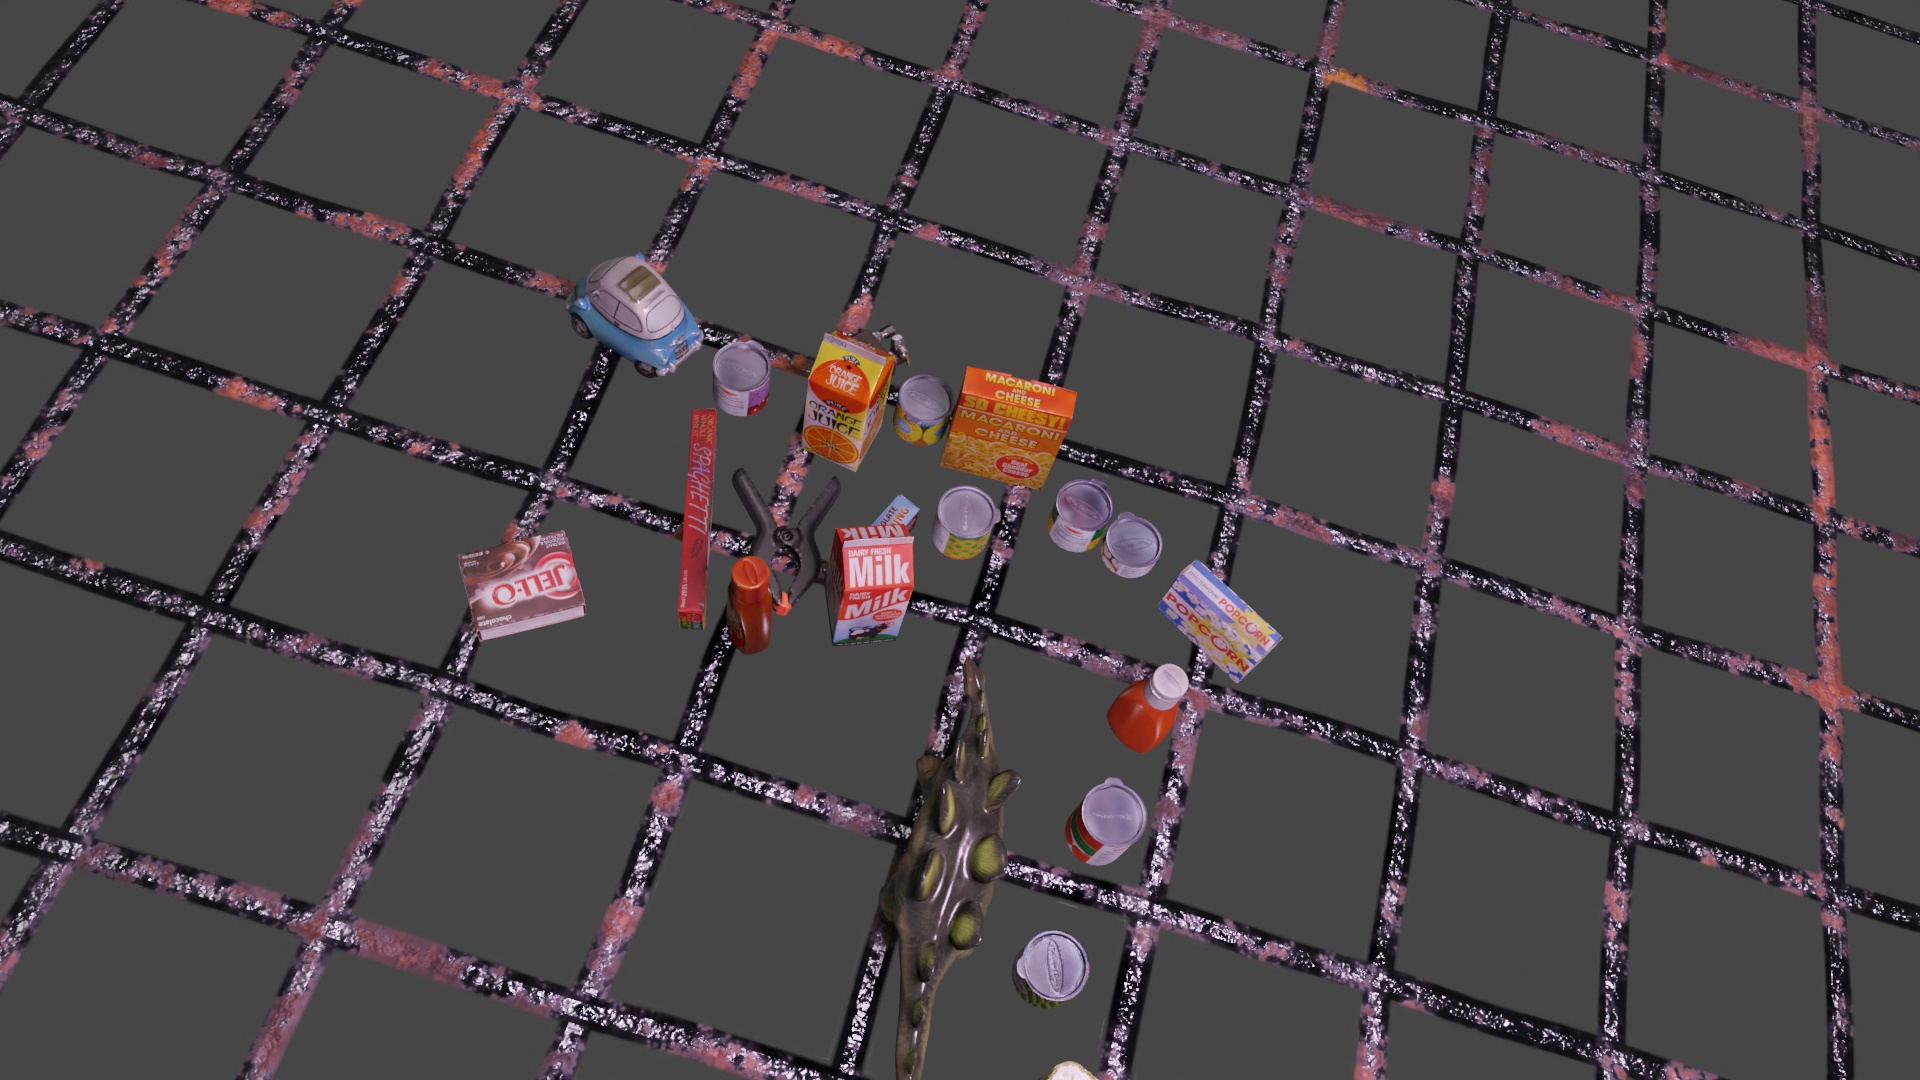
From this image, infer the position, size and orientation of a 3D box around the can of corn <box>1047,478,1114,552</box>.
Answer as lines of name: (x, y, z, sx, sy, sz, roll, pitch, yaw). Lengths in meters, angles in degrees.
can of corn: (0.137, -0.029, 1.581, 0.071, 0.058, 0.071, 4, 63, -8)

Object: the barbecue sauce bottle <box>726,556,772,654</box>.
barbecue sauce bottle: (-0.216, 0.063, 1.422, 0.044, 0.148, 0.065, -17, 68, -17)

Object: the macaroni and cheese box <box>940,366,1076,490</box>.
macaroni and cheese box: (0.051, -0.124, 1.552, 0.124, 0.165, 0.040, 13, 63, -3)

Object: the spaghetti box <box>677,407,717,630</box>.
spaghetti box: (-0.285, -0.026, 1.510, 0.029, 0.050, 0.251, 3, 63, -9)

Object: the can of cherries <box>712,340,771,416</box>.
can of cherries: (-0.249, -0.186, 1.591, 0.071, 0.058, 0.072, 4, 63, -8)

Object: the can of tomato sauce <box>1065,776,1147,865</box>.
can of tomato sauce: (0.146, 0.286, 1.410, 0.071, 0.082, 0.071, 4, 63, -8)

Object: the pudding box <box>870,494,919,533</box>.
pudding box: (-0.083, -0.006, 1.535, 0.030, 0.049, 0.084, 36, 63, 9)

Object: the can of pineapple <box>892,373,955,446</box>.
can of pineapple: (-0.044, -0.150, 1.610, 0.071, 0.057, 0.071, 4, 63, -8)

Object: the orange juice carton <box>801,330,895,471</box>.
orange juice carton: (-0.124, -0.161, 1.525, 0.072, 0.191, 0.073, 24, 63, 2)

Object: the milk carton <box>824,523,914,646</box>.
milk carton: (-0.094, 0.039, 1.431, 0.072, 0.189, 0.074, -5, 65, -12)

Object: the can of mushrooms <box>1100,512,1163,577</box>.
can of mushrooms: (0.194, 0.006, 1.587, 0.071, 0.033, 0.071, 4, 63, -8)

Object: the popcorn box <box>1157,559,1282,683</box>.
popcorn box: (0.283, 0.089, 1.531, 0.127, 0.085, 0.038, 44, 65, 12)

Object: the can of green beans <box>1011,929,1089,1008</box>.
can of green beans: (0.087, 0.417, 1.348, 0.071, 0.057, 0.071, 4, 63, -8)

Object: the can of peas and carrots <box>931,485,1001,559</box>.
can of peas and carrots: (0.006, -0.019, 1.552, 0.071, 0.058, 0.071, 4, 63, -8)

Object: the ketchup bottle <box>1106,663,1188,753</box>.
ketchup bottle: (0.197, 0.171, 1.439, 0.044, 0.148, 0.065, -37, 75, -23)
